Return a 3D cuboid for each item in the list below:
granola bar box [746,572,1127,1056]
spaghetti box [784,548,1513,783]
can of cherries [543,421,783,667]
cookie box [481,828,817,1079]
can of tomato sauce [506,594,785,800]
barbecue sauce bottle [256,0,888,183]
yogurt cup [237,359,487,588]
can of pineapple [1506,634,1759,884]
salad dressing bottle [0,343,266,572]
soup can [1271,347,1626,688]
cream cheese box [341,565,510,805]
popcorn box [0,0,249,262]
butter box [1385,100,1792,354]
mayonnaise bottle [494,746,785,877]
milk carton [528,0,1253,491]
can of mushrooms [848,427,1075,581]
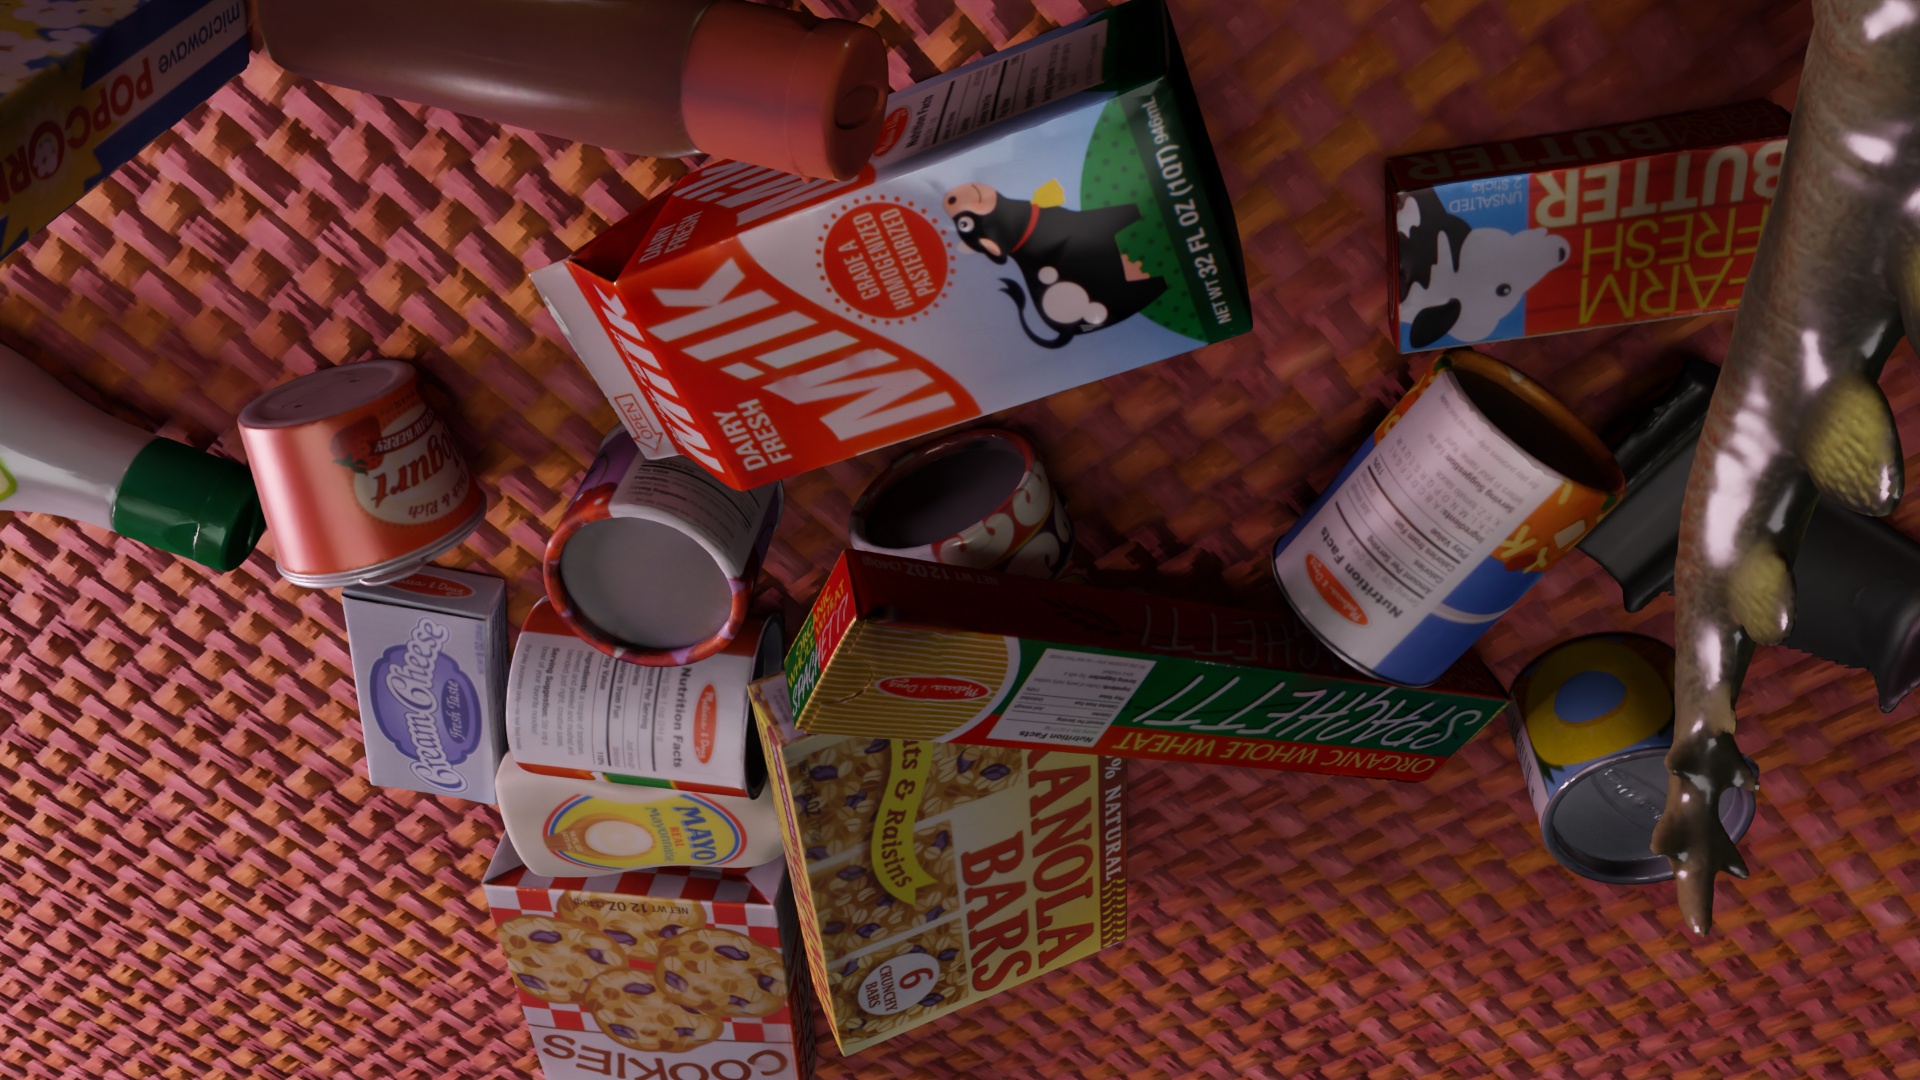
[{"bbox_3d":[-0.001,0.102,0.505,0.124,0.039,0.164,-17,128,-17],"label":"granola bar box"},{"bbox_3d":[0.069,0.045,0.439,0.250,0.029,0.050,9,131,-28],"label":"spaghetti box"},{"bbox_3d":[-0.097,0.001,0.459,0.071,0.059,0.071,3,126,4],"label":"can of cherries"},{"bbox_3d":[-0.132,0.199,0.621,0.123,0.040,0.166,3,127,4],"label":"cookie box"},{"bbox_3d":[-0.110,0.055,0.498,0.083,0.071,0.070,6,127,3],"label":"can of tomato sauce"},{"bbox_3d":[-0.092,-0.121,0.342,0.148,0.065,0.043,17,119,14],"label":"barbecue sauce bottle"},{"bbox_3d":[-0.195,-0.024,0.449,0.072,0.073,0.053,-6,118,10],"label":"yogurt cup"},{"bbox_3d":[0.230,0.074,0.478,0.071,0.058,0.070,3,127,4],"label":"can of pineapple"},{"bbox_3d":[-0.312,-0.032,0.467,0.148,0.044,0.064,21,125,-10],"label":"salad dressing bottle"},{"bbox_3d":[0.148,-0.007,0.424,0.071,0.072,0.083,26,124,-13],"label":"soup can"},{"bbox_3d":[-0.201,0.056,0.533,0.053,0.024,0.103,10,127,-1],"label":"cream cheese box"},{"bbox_3d":[-0.248,-0.121,0.342,0.085,0.127,0.038,15,131,-5],"label":"popcorn box"},{"bbox_3d":[0.173,-0.086,0.387,0.103,0.024,0.053,-7,126,11],"label":"butter box"},{"bbox_3d":[-0.102,0.101,0.545,0.148,0.041,0.064,-3,126,7],"label":"mayonnaise bottle"},{"bbox_3d":[-0.023,-0.074,0.385,0.190,0.074,0.072,-15,123,17],"label":"milk carton"},{"bbox_3d":[0.002,-0.006,0.441,0.071,0.071,0.033,-17,122,18],"label":"can of mushrooms"}]
